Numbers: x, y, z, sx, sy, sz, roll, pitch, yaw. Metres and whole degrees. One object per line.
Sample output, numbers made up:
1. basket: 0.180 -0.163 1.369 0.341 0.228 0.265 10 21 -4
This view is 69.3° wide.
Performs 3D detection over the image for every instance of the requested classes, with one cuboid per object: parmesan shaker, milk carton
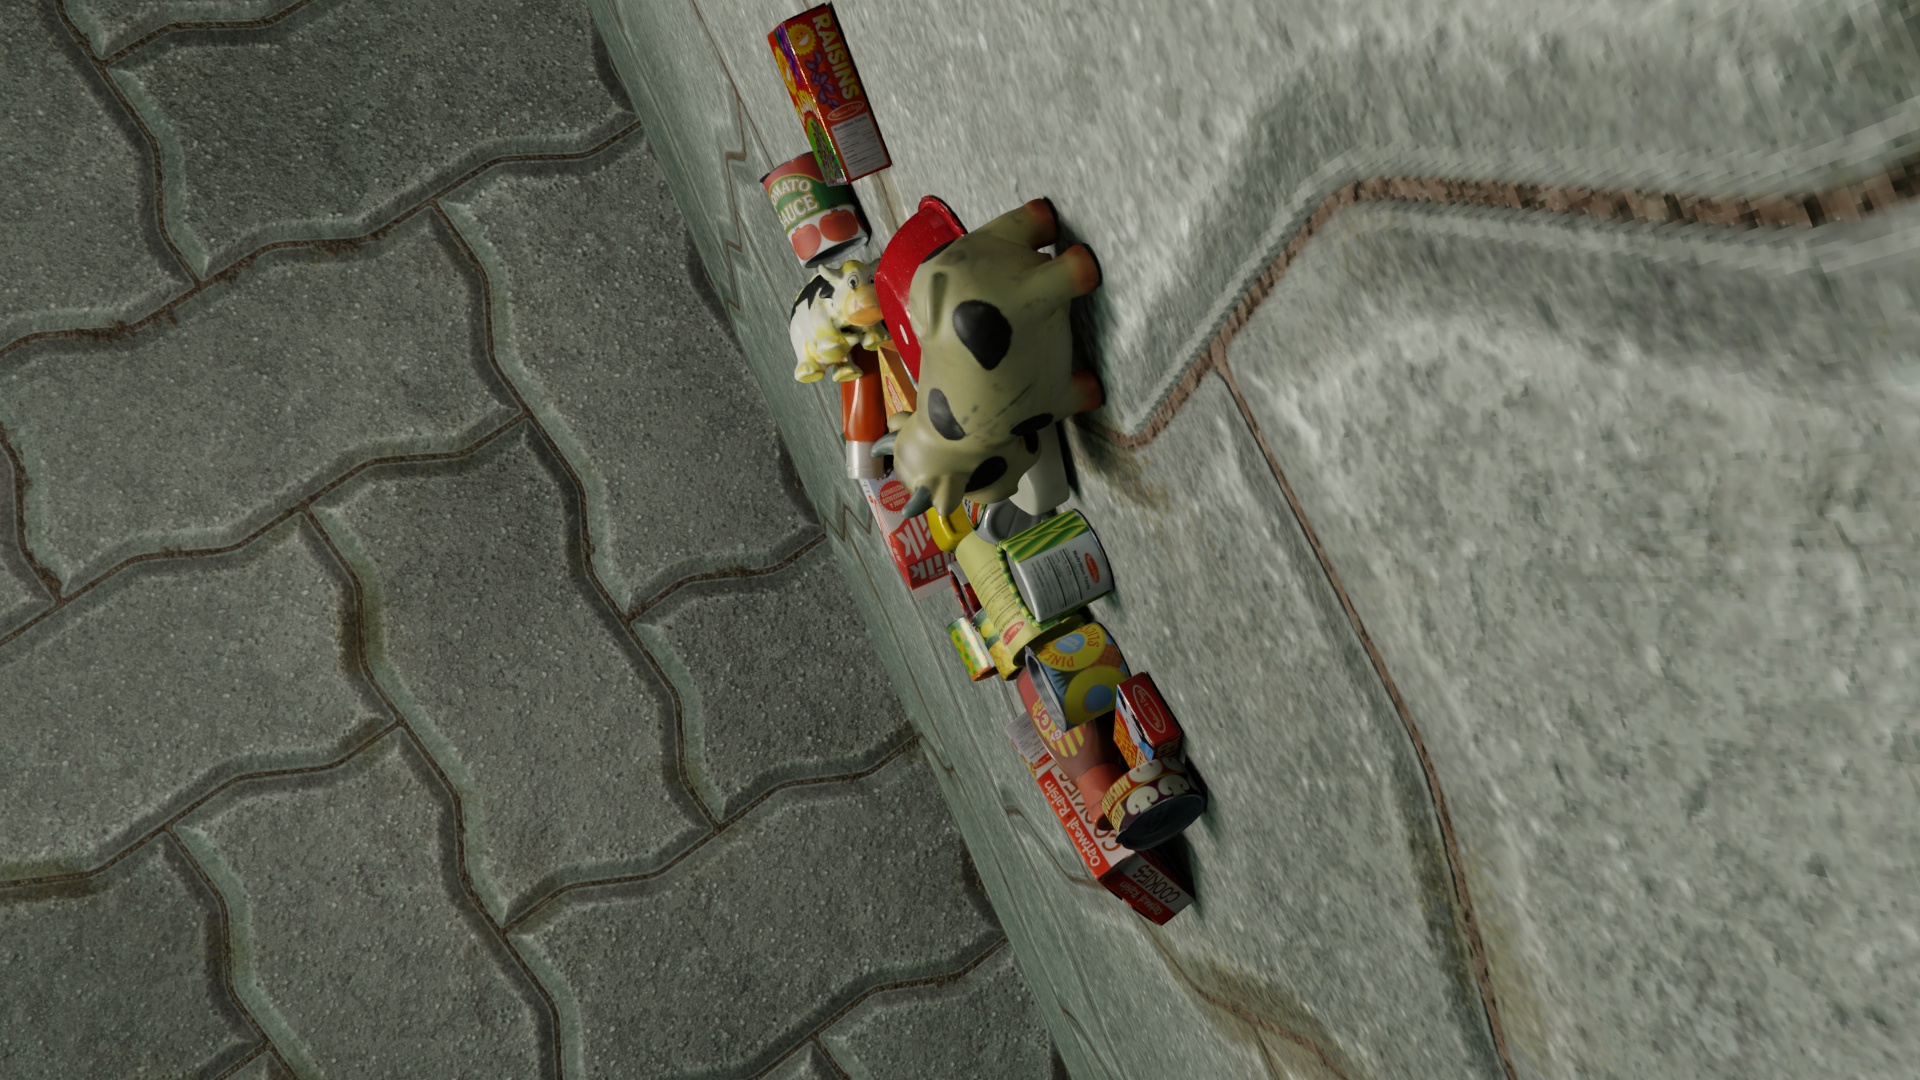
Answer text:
1. parmesan shaker: 0.049 0.036 1.077 0.071 0.071 0.103 85 159 -64
2. milk carton: -0.051 -0.037 1.422 0.073 0.072 0.190 -173 60 -80

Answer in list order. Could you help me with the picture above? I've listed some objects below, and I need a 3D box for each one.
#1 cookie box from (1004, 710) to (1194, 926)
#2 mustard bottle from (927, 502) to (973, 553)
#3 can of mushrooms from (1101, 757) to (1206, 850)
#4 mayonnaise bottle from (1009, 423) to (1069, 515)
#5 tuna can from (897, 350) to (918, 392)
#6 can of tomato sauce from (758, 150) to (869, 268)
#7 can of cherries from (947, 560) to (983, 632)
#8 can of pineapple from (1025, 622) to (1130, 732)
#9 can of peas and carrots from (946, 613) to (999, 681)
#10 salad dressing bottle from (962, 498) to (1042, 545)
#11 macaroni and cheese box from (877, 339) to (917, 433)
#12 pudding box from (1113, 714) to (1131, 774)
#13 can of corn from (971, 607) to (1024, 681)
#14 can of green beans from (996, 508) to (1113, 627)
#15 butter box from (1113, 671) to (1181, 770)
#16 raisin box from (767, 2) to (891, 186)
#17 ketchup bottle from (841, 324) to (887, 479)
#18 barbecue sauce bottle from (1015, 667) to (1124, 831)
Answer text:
1. cookie box: 0.113 0.224 1.139 0.122 0.040 0.168 44 -171 -46
2. mustard bottle: 0.004 -0.015 1.208 0.160 0.065 0.049 109 142 -85
3. can of mushrooms: 0.131 0.183 0.961 0.070 0.071 0.033 79 165 -54
4. mayonnaise bottle: 0.037 -0.088 0.901 0.065 0.041 0.147 54 164 45
5. tuna can: -0.027 -0.150 1.119 0.071 0.033 0.071 62 170 19
6. can of tomato sauce: -0.127 -0.289 1.216 0.083 0.071 0.071 65 170 0
7. can of cherries: 0.029 0.042 1.215 0.071 0.058 0.071 158 88 -80
8. can of pineapple: 0.088 0.100 1.033 0.071 0.058 0.070 62 170 21
9. can of peas and carrots: 0.028 0.095 1.329 0.059 0.071 0.070 63 170 14
10. salad dressing bottle: 0.020 -0.048 1.065 0.148 0.044 0.064 -120 43 -59
11. macaroni and cheese box: -0.030 -0.094 1.254 0.165 0.040 0.124 90 155 -68
12. pudding box: 0.123 0.173 1.107 0.084 0.030 0.049 57 167 42
13. can of corn: 0.050 0.078 1.153 0.058 0.071 0.071 62 170 15
14. can of green beans: 0.064 0.019 0.960 0.071 0.058 0.071 62 170 20
15. butter box: 0.132 0.139 0.991 0.103 0.024 0.053 82 162 -59
16. raisin box: -0.100 -0.333 1.047 0.123 0.040 0.086 67 171 -17
17. ketchup bottle: -0.093 -0.135 1.344 0.065 0.043 0.148 -147 55 -70
18. barbecue sauce bottle: 0.094 0.152 1.072 0.043 0.064 0.149 25 -149 -42
